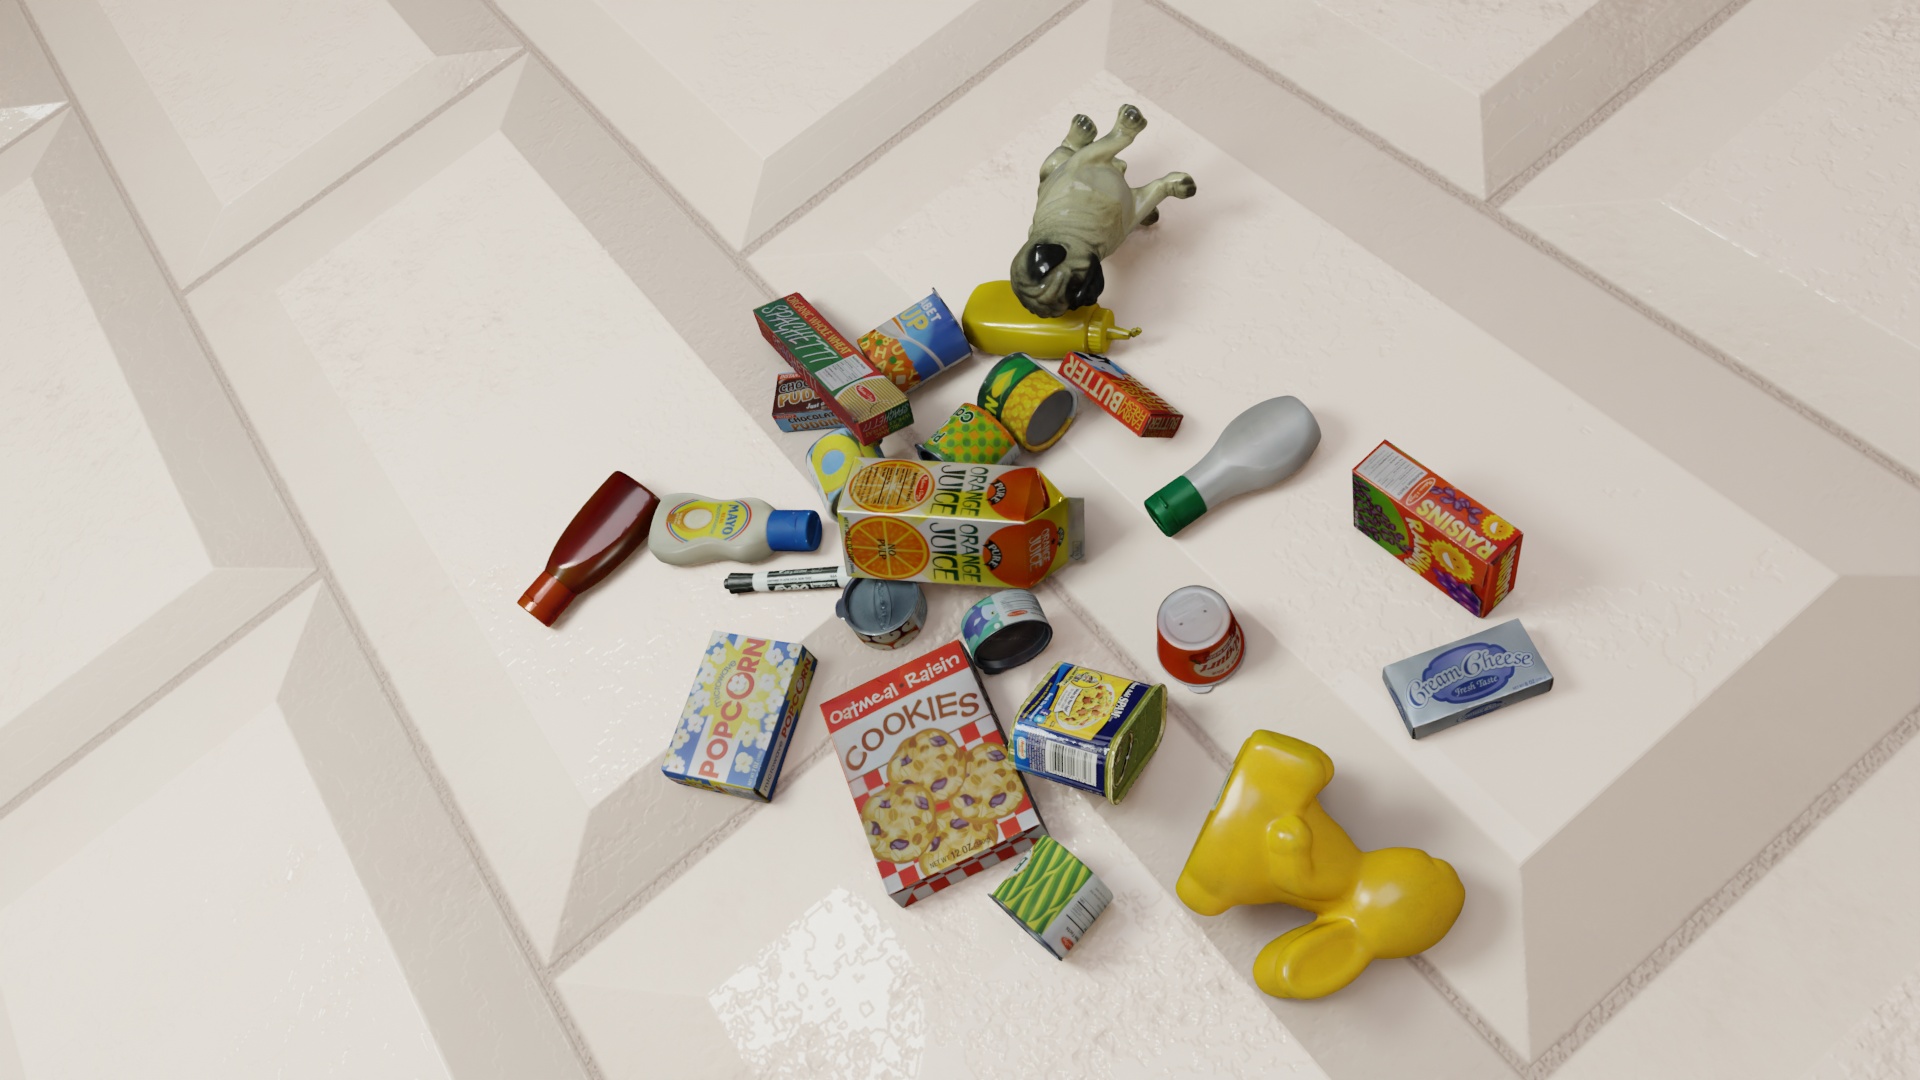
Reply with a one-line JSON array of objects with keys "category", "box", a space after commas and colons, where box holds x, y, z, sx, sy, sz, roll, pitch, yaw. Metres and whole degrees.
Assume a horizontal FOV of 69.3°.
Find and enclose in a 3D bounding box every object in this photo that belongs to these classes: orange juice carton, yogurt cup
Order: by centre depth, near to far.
[{"category": "yogurt cup", "box": [0.178, 0.069, 1.044, 0.072, 0.053, 0.073, -7, 58, 13]}, {"category": "orange juice carton", "box": [0.004, -0.014, 1.113, 0.193, 0.071, 0.073, 4, 42, 8]}]

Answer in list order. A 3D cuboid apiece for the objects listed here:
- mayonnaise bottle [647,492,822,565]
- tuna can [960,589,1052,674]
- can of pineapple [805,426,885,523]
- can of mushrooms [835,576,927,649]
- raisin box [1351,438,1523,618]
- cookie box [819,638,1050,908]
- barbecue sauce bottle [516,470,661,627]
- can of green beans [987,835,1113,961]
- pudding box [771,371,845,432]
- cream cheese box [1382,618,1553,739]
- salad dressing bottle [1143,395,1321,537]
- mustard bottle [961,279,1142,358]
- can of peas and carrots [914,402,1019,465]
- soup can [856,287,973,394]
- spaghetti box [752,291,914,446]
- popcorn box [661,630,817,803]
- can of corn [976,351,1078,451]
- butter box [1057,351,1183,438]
[{"category": "mayonnaise bottle", "box": [-0.195, -0.010, 1.208, 0.148, 0.041, 0.065, 1, 60, 18]}, {"category": "tuna can", "box": [0.034, 0.071, 1.081, 0.071, 0.071, 0.033, -25, 56, 2]}, {"category": "can of pineapple", "box": [-0.091, -0.056, 1.189, 0.071, 0.070, 0.058, -27, 58, 1]}, {"category": "can of mushrooms", "box": [-0.064, 0.054, 1.137, 0.071, 0.033, 0.071, -7, 60, 13]}, {"category": "raisin box", "box": [0.347, -0.008, 1.019, 0.040, 0.085, 0.124, -42, 58, -11]}, {"category": "cookie box", "box": [-0.022, 0.173, 1.052, 0.123, 0.040, 0.168, -26, 57, 1]}, {"category": "barbecue sauce bottle", "box": [-0.332, 0.009, 1.238, 0.065, 0.043, 0.149, 31, 74, 29]}, {"category": "can of green beans", "box": [0.064, 0.248, 0.967, 0.071, 0.071, 0.058, 35, 75, 30]}, {"category": "pudding box", "box": [-0.126, -0.129, 1.263, 0.084, 0.030, 0.050, -3, 59, 15]}, {"category": "cream cheese box", "box": [0.360, 0.098, 0.990, 0.104, 0.024, 0.053, -21, 56, 4]}, {"category": "salad dressing bottle", "box": [0.217, -0.058, 1.113, 0.148, 0.044, 0.064, -34, 59, -3]}, {"category": "mustard bottle", "box": [0.083, -0.190, 1.224, 0.160, 0.048, 0.065, 12, 60, 22]}, {"category": "can of peas and carrots", "box": [0.005, -0.075, 1.170, 0.071, 0.070, 0.059, 36, 75, 30]}, {"category": "soup can", "box": [-0.042, -0.175, 1.241, 0.084, 0.071, 0.071, -32, 57, -2]}, {"category": "spaghetti box", "box": [-0.118, -0.158, 1.235, 0.050, 0.028, 0.251, -26, 40, -15]}, {"category": "popcorn box", "box": [-0.177, 0.140, 1.118, 0.085, 0.038, 0.127, 7, 63, 21]}, {"category": "can of corn", "box": [0.056, -0.115, 1.180, 0.071, 0.071, 0.058, -44, 59, -10]}, {"category": "butter box", "box": [0.135, -0.123, 1.168, 0.104, 0.053, 0.024, 43, 118, 32]}]
